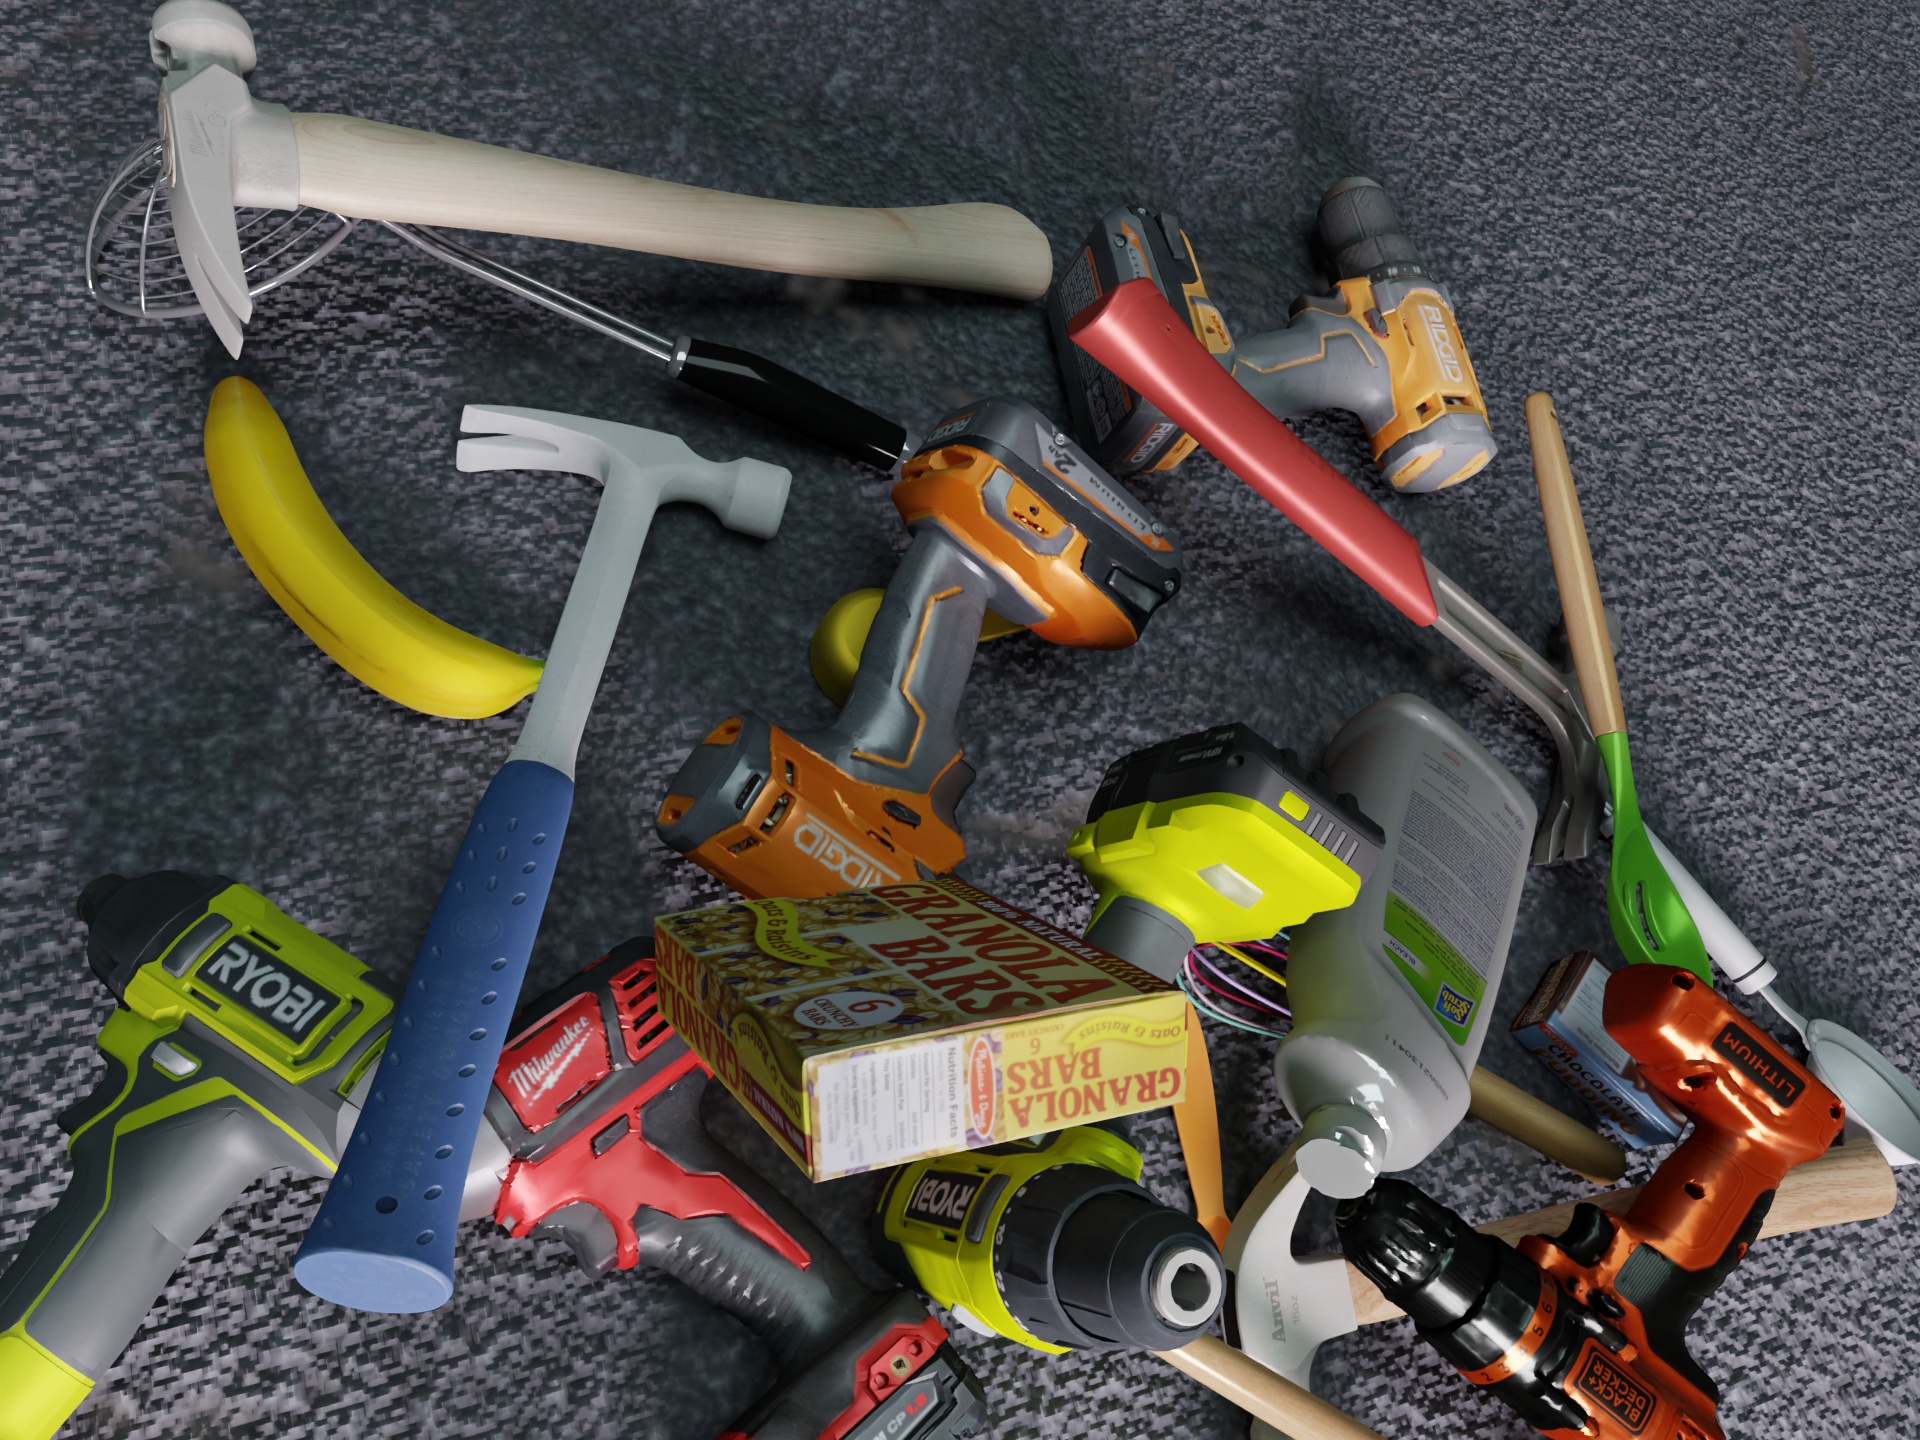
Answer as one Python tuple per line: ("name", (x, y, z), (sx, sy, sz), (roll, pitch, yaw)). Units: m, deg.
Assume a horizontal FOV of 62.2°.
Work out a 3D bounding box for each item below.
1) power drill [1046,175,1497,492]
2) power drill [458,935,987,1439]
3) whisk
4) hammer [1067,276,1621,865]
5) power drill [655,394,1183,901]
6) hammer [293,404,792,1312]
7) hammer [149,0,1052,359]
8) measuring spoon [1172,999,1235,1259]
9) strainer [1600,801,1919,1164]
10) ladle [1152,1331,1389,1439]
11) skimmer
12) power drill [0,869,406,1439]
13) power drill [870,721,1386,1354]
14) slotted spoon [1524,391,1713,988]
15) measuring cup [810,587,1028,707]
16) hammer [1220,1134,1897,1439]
("power drill", (0.163, -0.212, 0.833), (0.226, 0.084, 0.185), (-2, 68, -24))
("power drill", (-0.107, 0.199, 0.570), (0.143, 0.078, 0.220), (-34, 79, -28))
("whisk", (0.197, 0.148, 0.712), (0.245, 0.047, 0.051), (30, 61, -8))
("hammer", (0.190, -0.078, 0.752), (0.358, 0.037, 0.149), (34, 59, -23))
("power drill", (-0.001, -0.002, 0.667), (0.164, 0.084, 0.226), (38, 73, -22))
("hammer", (-0.157, 0.012, 0.577), (0.144, 0.035, 0.406), (14, 42, -10))
("hammer", (-0.126, -0.215, 0.707), (0.410, 0.038, 0.146), (-3, 67, -34))
("measuring spoon", (0.100, 0.173, 0.688), (0.021, 0.011, 0.117), (2, 64, -18))
("strainer", (0.397, 0.134, 0.787), (0.258, 0.050, 0.087), (52, 34, 14))
("ladle", (0.180, 0.292, 0.605), (0.320, 0.062, 0.078), (35, 66, -15))
("skimmer", (-0.195, -0.171, 0.721), (0.363, 0.090, 0.127), (21, 48, -21))
("power drill", (-0.290, 0.153, 0.511), (0.171, 0.080, 0.223), (23, 56, 24))
("power drill", (0.066, 0.118, 0.581), (0.080, 0.190, 0.229), (35, 67, -14))
("slotted spoon", (0.316, -0.017, 0.785), (0.070, 0.031, 0.314), (7, 70, -42))
("measuring cup", (0.005, -0.048, 0.735), (0.156, 0.029, 0.062), (-21, 76, -22))
("hammer", (0.265, 0.222, 0.688), (0.331, 0.031, 0.130), (-6, 79, -17))
